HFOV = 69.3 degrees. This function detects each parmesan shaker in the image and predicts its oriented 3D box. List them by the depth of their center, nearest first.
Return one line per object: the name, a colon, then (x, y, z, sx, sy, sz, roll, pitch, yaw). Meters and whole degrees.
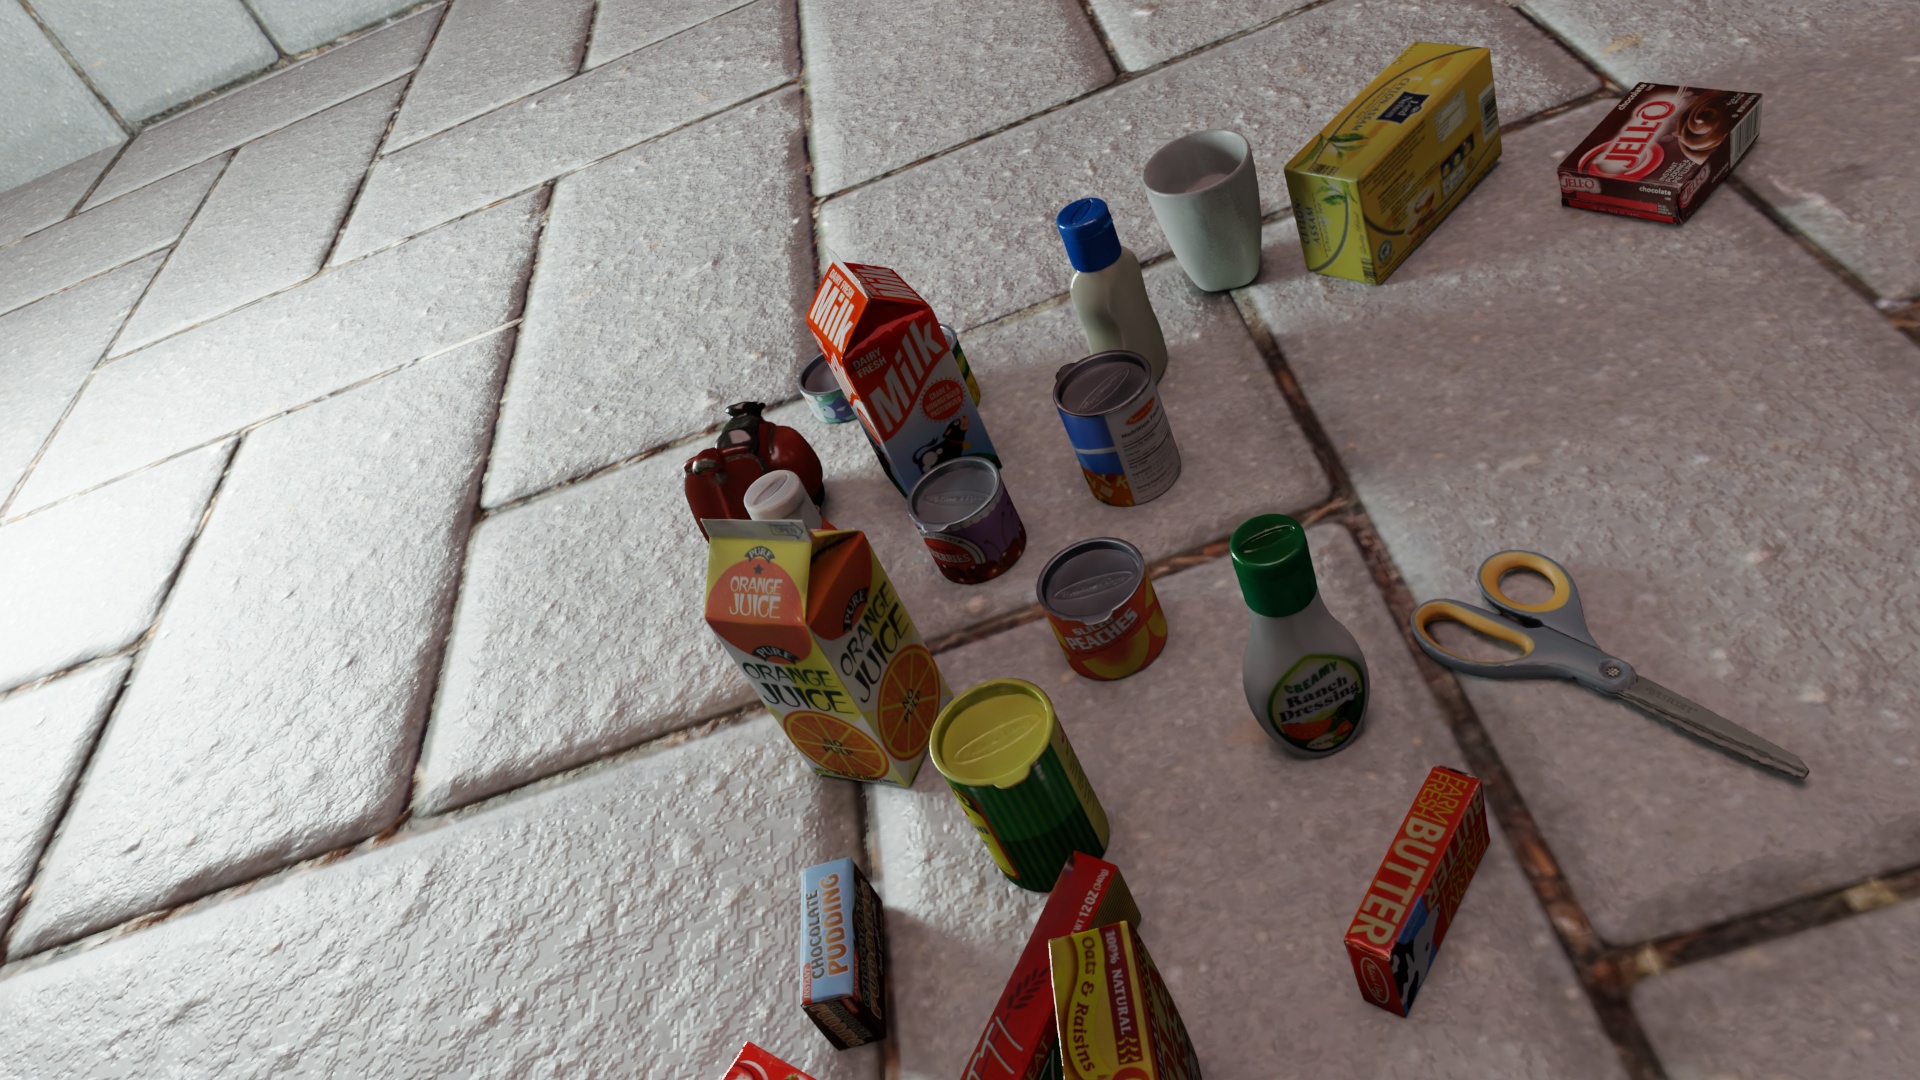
parmesan shaker: (0.033, 0.131, 0.724, 0.071, 0.102, 0.072, -15, 41, 13)

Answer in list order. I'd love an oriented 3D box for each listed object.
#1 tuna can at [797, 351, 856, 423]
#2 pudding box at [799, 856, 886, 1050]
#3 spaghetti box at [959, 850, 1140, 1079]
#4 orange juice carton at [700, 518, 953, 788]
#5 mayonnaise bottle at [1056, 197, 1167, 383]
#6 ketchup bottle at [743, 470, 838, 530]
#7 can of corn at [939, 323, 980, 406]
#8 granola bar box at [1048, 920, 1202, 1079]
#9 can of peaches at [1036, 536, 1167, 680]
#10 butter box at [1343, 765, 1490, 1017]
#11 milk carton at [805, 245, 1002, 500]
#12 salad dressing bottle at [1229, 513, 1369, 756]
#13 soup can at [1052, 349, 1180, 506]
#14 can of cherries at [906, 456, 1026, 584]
tuna can: (-0.094, -0.129, 1.129, 0.071, 0.032, 0.071, -15, 41, 13)
pudding box: (-0.062, 0.214, 0.725, 0.030, 0.049, 0.084, -18, 40, 10)
spaghetti box: (0.018, 0.261, 0.632, 0.028, 0.050, 0.251, 7, 50, 34)
orange juice carton: (-0.079, 0.055, 0.796, 0.072, 0.191, 0.073, 3, 48, 30)
mayonnaise bottle: (0.106, -0.170, 0.979, 0.041, 0.147, 0.065, 8, 51, 34)
ketchup bottle: (-0.089, 0.021, 0.873, 0.043, 0.148, 0.065, 23, 60, 43)
can of corn: (-0.024, -0.122, 1.065, 0.071, 0.058, 0.071, -15, 41, 13)
granola bar box: (0.078, 0.255, 0.549, 0.039, 0.123, 0.166, -17, 40, 11)
can of peaches: (0.085, 0.043, 0.828, 0.071, 0.057, 0.071, -15, 41, 13)
butter box: (0.211, 0.160, 0.639, 0.024, 0.053, 0.104, 14, 54, 38)
milk carton: (-0.045, -0.116, 0.966, 0.073, 0.189, 0.072, -32, 40, -7)
salad dressing bottle: (0.169, 0.050, 0.706, 0.064, 0.147, 0.044, -23, 40, 4)
soup can: (0.104, -0.075, 0.927, 0.071, 0.083, 0.072, -15, 41, 13)
can of cherries: (0.003, -0.012, 0.930, 0.071, 0.058, 0.072, -15, 41, 13)
